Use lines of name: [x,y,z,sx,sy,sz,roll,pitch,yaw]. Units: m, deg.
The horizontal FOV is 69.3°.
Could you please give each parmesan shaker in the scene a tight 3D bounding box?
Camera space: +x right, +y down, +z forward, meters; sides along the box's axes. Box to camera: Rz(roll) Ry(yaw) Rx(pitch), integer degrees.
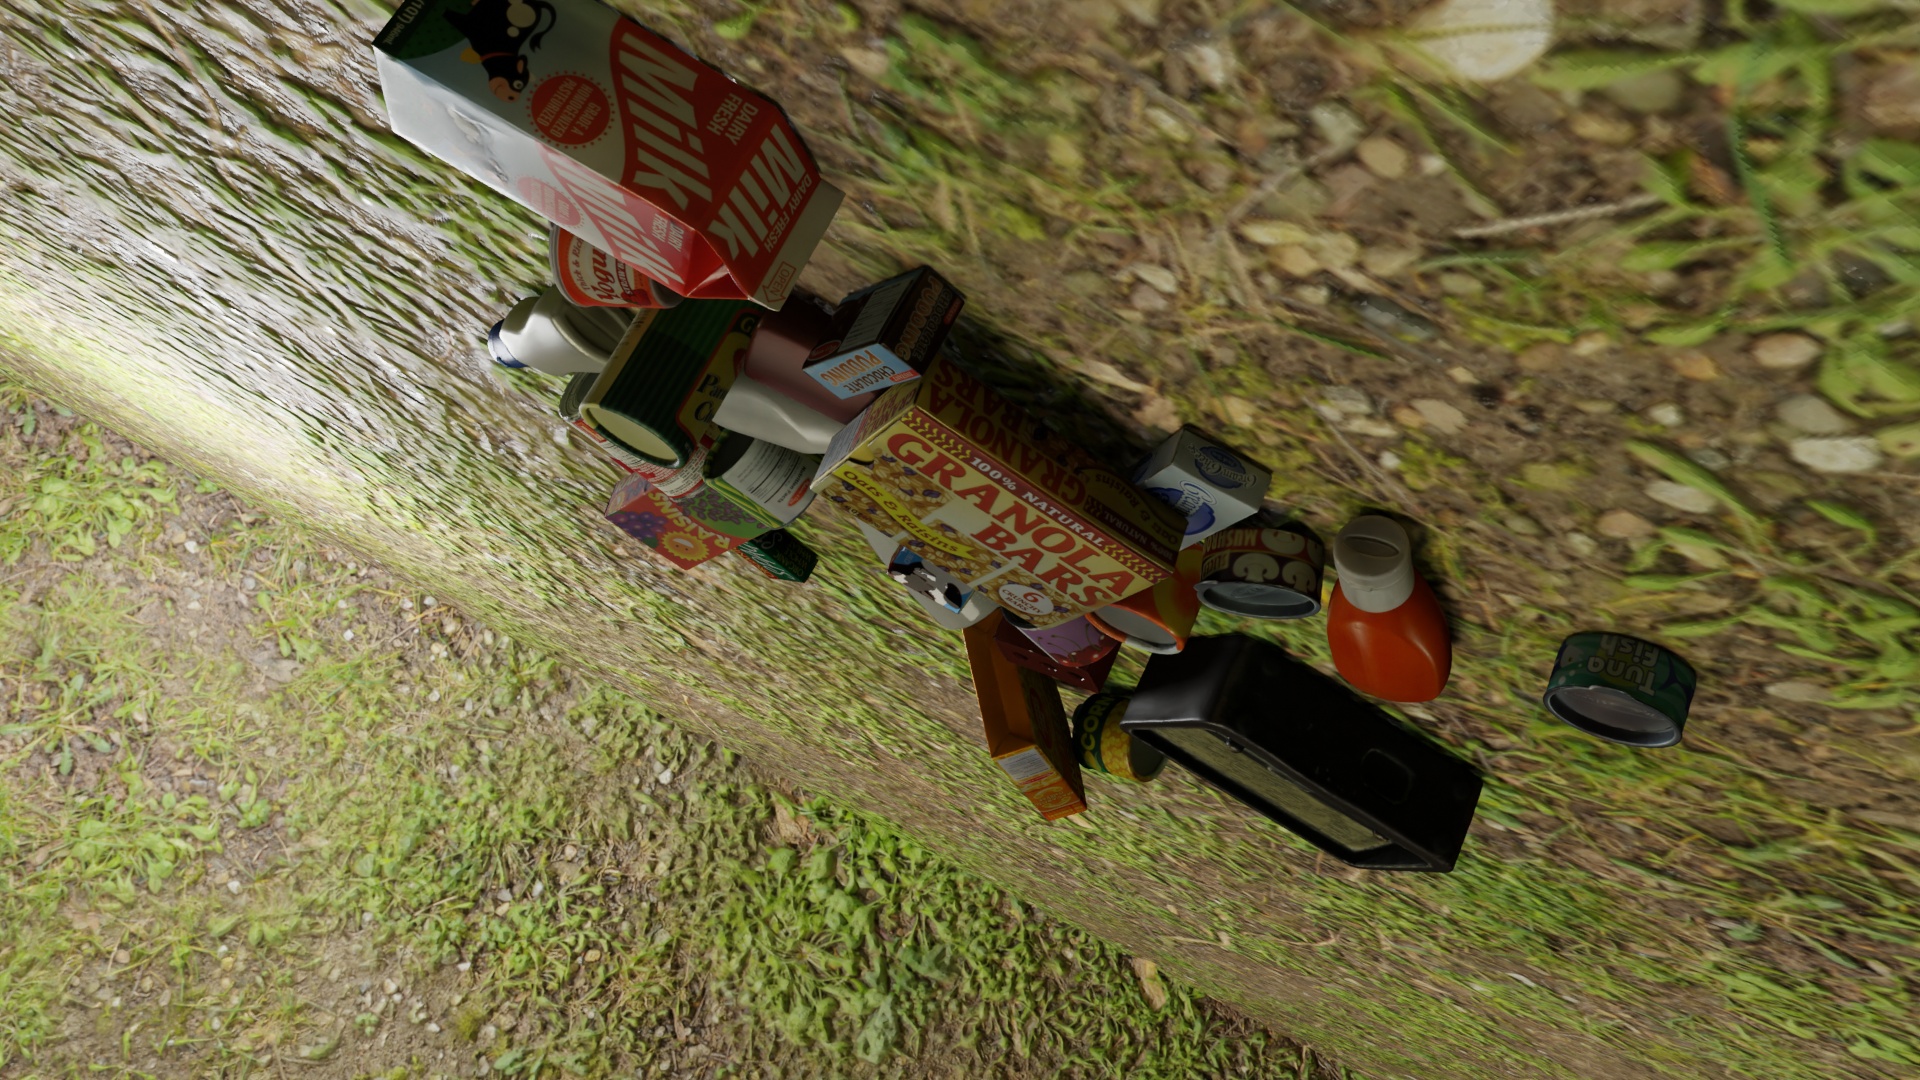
parmesan shaker: [-0.159,-0.099,0.780,0.071,0.103,0.071,23,161,8]

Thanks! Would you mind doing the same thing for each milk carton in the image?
milk carton: [-0.148,-0.174,0.609,0.190,0.072,0.073,28,161,-7]

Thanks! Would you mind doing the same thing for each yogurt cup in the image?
yogurt cup: [-0.171,-0.151,0.720,0.054,0.072,0.072,12,158,16]

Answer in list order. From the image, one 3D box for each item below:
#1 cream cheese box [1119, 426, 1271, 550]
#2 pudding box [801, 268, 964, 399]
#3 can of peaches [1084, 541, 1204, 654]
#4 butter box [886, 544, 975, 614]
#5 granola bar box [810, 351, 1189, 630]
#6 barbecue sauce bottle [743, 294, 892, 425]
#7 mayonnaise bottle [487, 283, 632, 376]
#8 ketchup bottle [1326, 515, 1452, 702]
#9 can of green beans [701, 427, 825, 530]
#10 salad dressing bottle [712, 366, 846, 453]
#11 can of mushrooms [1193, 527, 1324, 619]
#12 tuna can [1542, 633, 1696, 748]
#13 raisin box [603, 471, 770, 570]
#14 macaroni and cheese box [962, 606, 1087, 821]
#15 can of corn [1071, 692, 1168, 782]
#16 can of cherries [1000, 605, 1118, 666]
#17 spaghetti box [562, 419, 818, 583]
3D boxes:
cream cheese box: [0.117,-0.025,0.736,0.053,0.024,0.103,27,162,-7]
pudding box: [-0.040,-0.103,0.695,0.030,0.050,0.083,38,158,-26]
can of peaches: [0.112,0.027,0.832,0.071,0.058,0.071,23,162,8]
butter box: [0.003,-0.010,0.829,0.053,0.103,0.024,29,-155,-7]
granola bar box: [0.018,-0.019,0.742,0.165,0.039,0.123,32,149,-18]
barbecue sauce bottle: [-0.045,-0.082,0.769,0.148,0.044,0.064,27,155,-3]
mayonnaise bottle: [-0.273,-0.138,0.930,0.064,0.041,0.148,41,158,-33]
ketchup bottle: [0.223,0.038,0.734,0.065,0.044,0.148,15,159,28]
can of green beans: [-0.132,-0.050,0.936,0.057,0.071,0.071,38,158,-30]
salad dressing bottle: [-0.084,-0.075,0.843,0.148,0.044,0.064,18,158,19]
can of mushrooms: [0.161,0.018,0.754,0.071,0.033,0.071,9,163,3]
tuna can: [0.333,0.075,0.703,0.071,0.033,0.071,23,161,8]
raisin box: [-0.204,-0.029,1.072,0.123,0.040,0.086,-23,132,39]
macaroni and cheese box: [0.055,0.145,1.134,0.040,0.124,0.166,-19,148,10]
can of corn: [0.135,0.163,1.157,0.058,0.071,0.071,7,153,43]
can of cherries: [0.071,0.041,0.915,0.071,0.072,0.058,7,154,45]
spaghetti box: [-0.215,-0.038,1.140,0.050,0.029,0.249,6,153,45]
